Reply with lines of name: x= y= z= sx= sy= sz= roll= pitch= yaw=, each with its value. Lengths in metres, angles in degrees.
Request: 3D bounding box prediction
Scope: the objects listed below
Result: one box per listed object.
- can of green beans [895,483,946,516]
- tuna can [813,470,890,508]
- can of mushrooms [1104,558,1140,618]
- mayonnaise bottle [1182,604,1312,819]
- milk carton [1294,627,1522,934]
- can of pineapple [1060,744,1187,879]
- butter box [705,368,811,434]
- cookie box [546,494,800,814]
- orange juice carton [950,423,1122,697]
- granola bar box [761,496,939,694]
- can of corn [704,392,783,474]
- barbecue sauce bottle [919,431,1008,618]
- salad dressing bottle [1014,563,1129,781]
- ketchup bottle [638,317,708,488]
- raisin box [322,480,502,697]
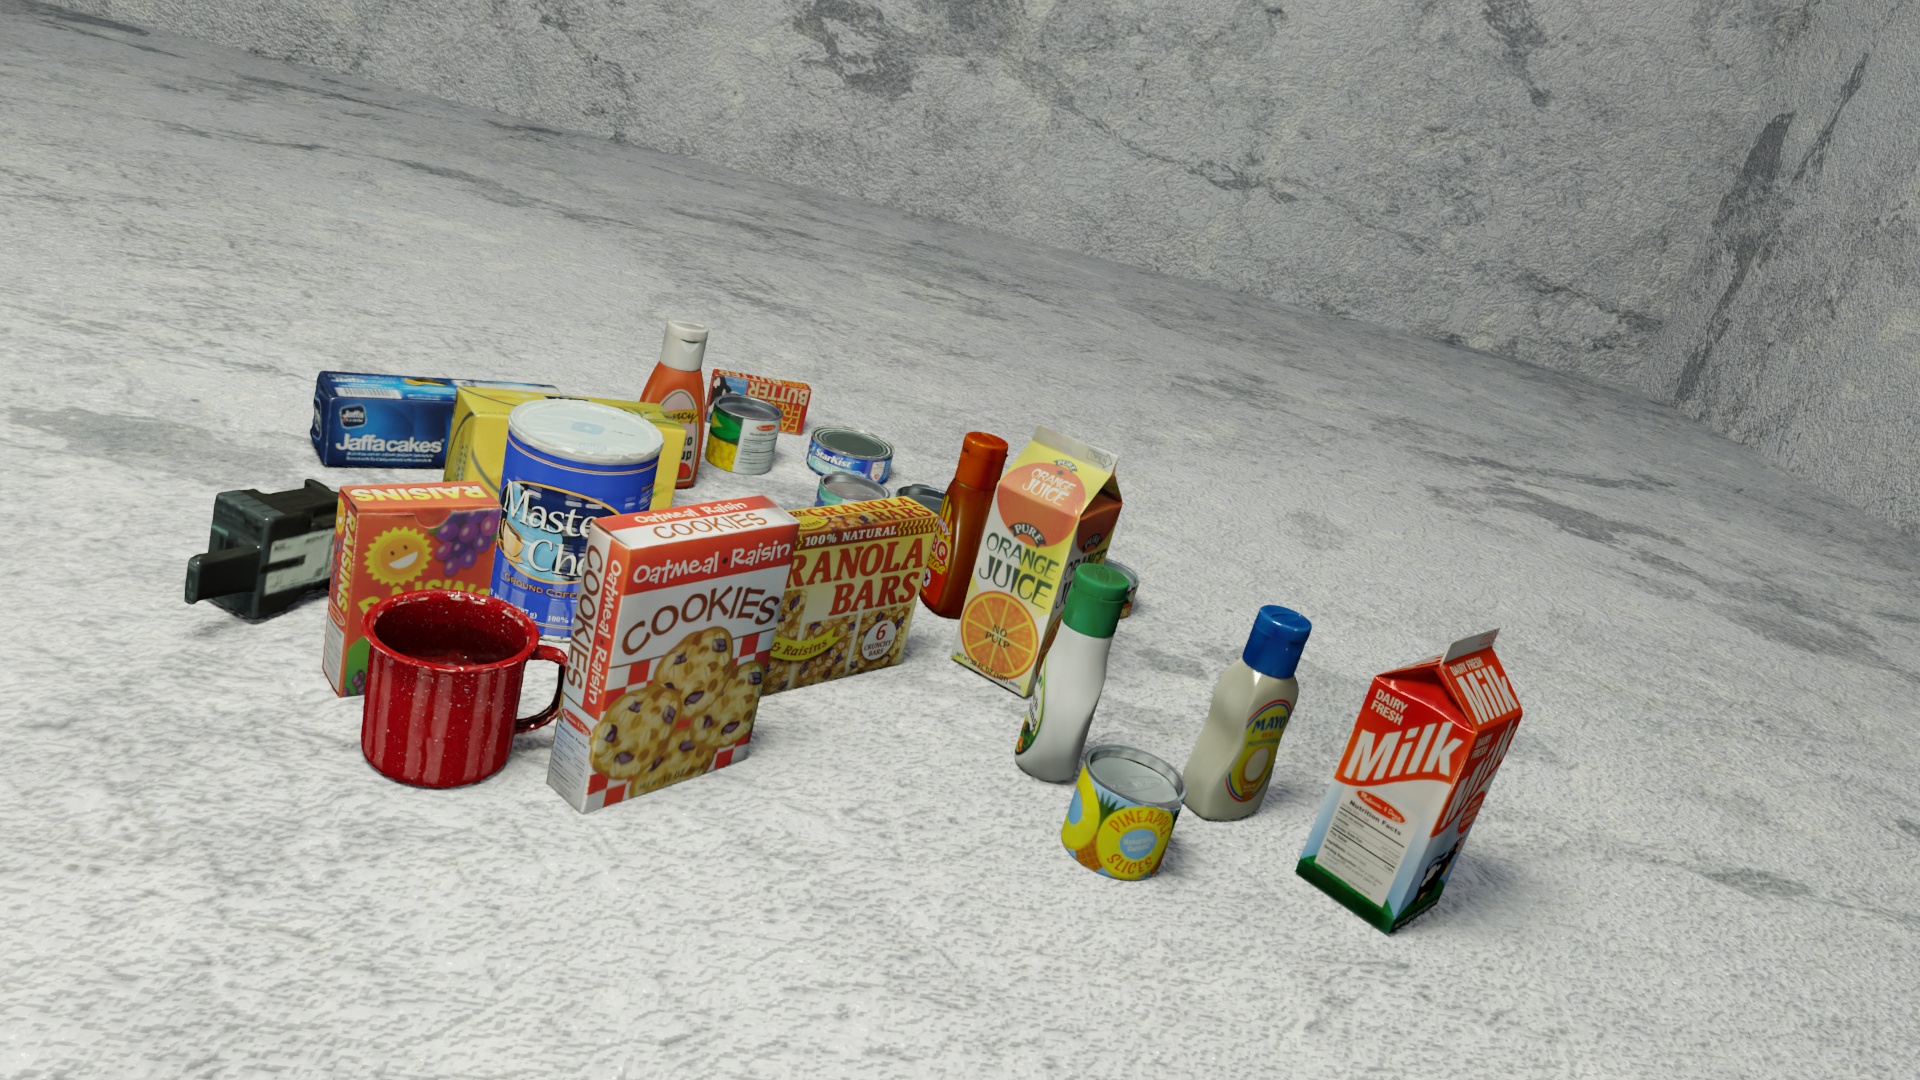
can of green beans: x=-0.031 y=-0.009 z=1.225 sx=0.071 sy=0.057 sz=0.071 roll=13 pitch=21 yaw=-5
tuna can: x=-0.101 y=-0.036 z=1.278 sx=0.071 sy=0.032 sz=0.071 roll=13 pitch=21 yaw=-5
can of mushrooms: x=0.125 y=0.042 z=1.235 sx=0.071 sy=0.033 sz=0.071 roll=13 pitch=21 yaw=-5
mayonnaise bottle: x=0.196 y=0.116 z=0.936 sx=0.065 sy=0.147 sz=0.041 roll=0 pitch=25 yaw=-35
milk carton: x=0.289 y=0.142 z=0.875 sx=0.072 sy=0.189 sz=0.073 roll=-8 pitch=30 yaw=-46
can of pineapple: x=0.102 y=0.170 z=0.863 sx=0.071 sy=0.057 sz=0.071 roll=13 pitch=21 yaw=-5
butter box: x=-0.211 y=-0.144 z=1.447 sx=0.103 sy=0.053 sz=0.024 roll=7 pitch=22 yaw=-21
cookie box: x=-0.165 y=0.062 z=0.800 sx=0.040 sy=0.166 sz=0.123 roll=29 pitch=25 yaw=33
orange juice carton: x=0.061 y=0.013 z=1.044 sx=0.072 sy=0.191 sz=0.073 roll=26 pitch=23 yaw=26
granola bar box: x=-0.099 y=0.038 z=0.967 sx=0.039 sy=0.123 sz=0.166 roll=31 pitch=26 yaw=37
can of corn: x=-0.210 y=-0.103 z=1.337 sx=0.071 sy=0.058 sz=0.071 roll=13 pitch=21 yaw=-5
barbecue sauce bottle: x=0.004 y=-0.014 z=1.134 sx=0.044 sy=0.148 sz=0.065 roll=7 pitch=22 yaw=-22
salad dressing bottle: x=0.075 y=0.088 z=0.926 sx=0.044 sy=0.147 sz=0.064 roll=15 pitch=20 yaw=-1
ketchup bottle: x=-0.254 y=-0.121 z=1.227 sx=0.065 sy=0.148 sz=0.044 roll=4 pitch=23 yaw=-27
raisin box: x=-0.330 y=0.028 z=0.834 sx=0.086 sy=0.123 sz=0.040 roll=-3 pitch=27 yaw=-40
